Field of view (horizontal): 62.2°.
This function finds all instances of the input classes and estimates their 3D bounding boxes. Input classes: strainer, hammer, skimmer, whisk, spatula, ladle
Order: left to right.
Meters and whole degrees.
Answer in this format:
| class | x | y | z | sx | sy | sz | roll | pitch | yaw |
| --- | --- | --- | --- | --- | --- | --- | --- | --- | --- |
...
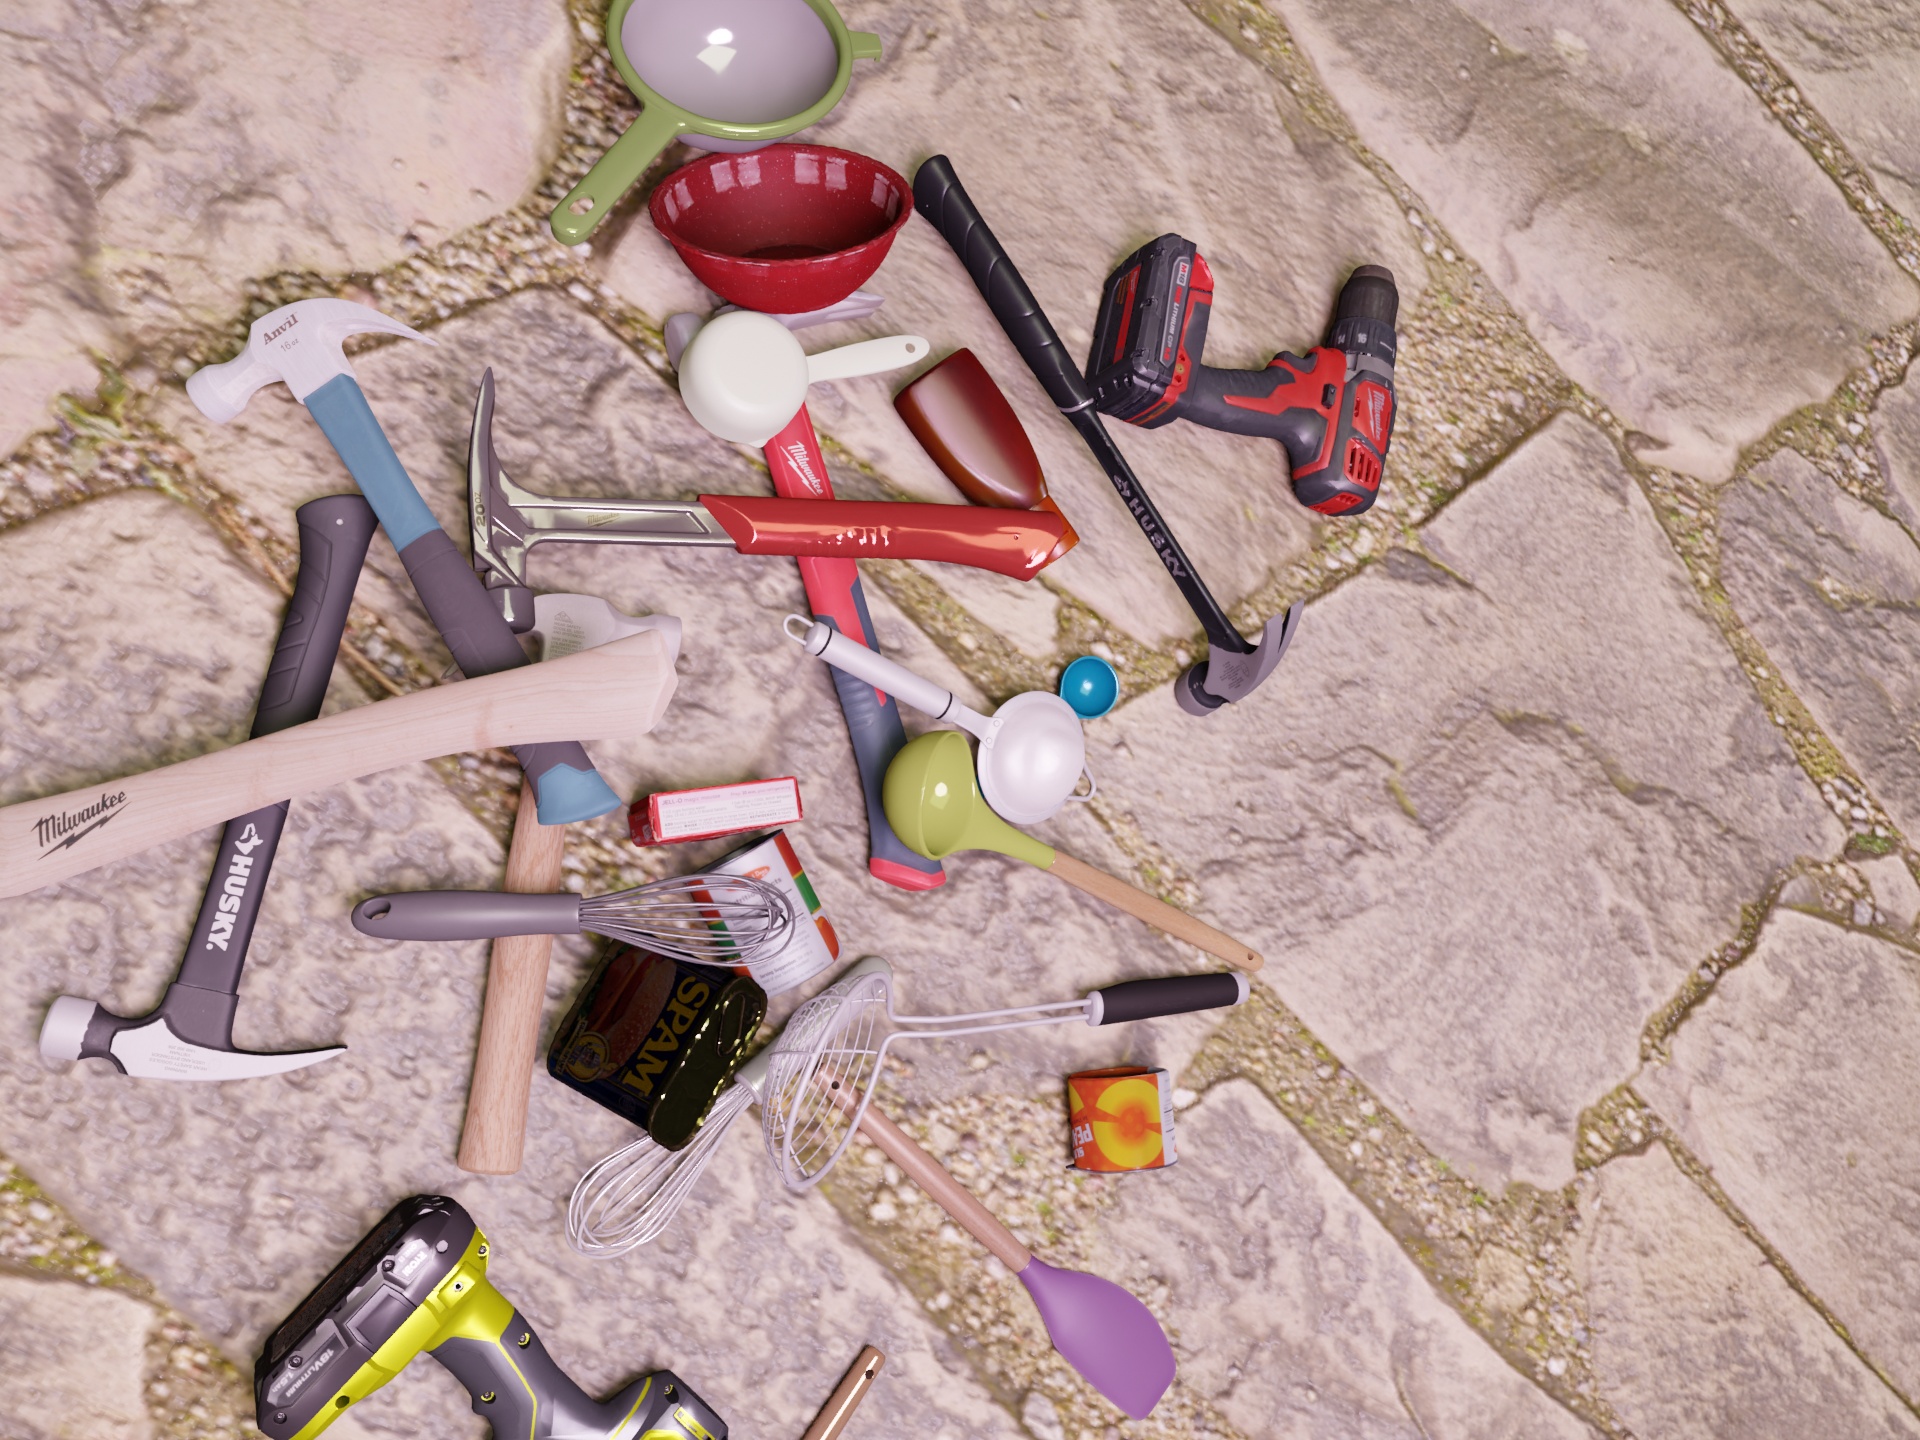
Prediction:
| class | x | y | z | sx | sy | sz | roll | pitch | yaw |
| --- | --- | --- | --- | --- | --- | --- | --- | --- | --- |
| hammer | -0.350 | 0.015 | 0.812 | 0.410 | 0.038 | 0.146 | -16 | 83 | -2 |
| hammer | -0.375 | 0.032 | 0.875 | 0.146 | 0.035 | 0.335 | 16 | 77 | -17 |
| hammer | -0.286 | -0.084 | 0.860 | 0.128 | 0.033 | 0.331 | -33 | 85 | 6 |
| hammer | -0.247 | 0.089 | 0.911 | 0.130 | 0.031 | 0.331 | 10 | 81 | -21 |
| whisk | -0.210 | 0.109 | 0.872 | 0.239 | 0.055 | 0.055 | 1 | 82 | -6 |
| strainer | -0.171 | -0.364 | 0.978 | 0.151 | 0.069 | 0.256 | 31 | 65 | 2 |
| whisk | -0.130 | 0.222 | 0.936 | 0.246 | 0.059 | 0.057 | -40 | 136 | -25 |
| hammer | -0.109 | -0.126 | 0.955 | 0.359 | 0.037 | 0.149 | -1 | 82 | -21 |
| hammer | -0.065 | -0.083 | 1.008 | 0.143 | 0.038 | 0.386 | -16 | 88 | -24 |
| strainer | -0.002 | -0.003 | 0.987 | 0.258 | 0.050 | 0.087 | 28 | 80 | -27 |
| spatula | 0.023 | 0.320 | 0.993 | 0.315 | 0.018 | 0.060 | 45 | 69 | -11 |
| skimmer | 0.044 | 0.198 | 0.962 | 0.363 | 0.090 | 0.127 | -2 | 114 | -29 |
| hammer | 0.086 | -0.194 | 1.043 | 0.036 | 0.149 | 0.409 | -31 | 87 | -22 |
| ladle | 0.083 | 0.097 | 1.006 | 0.320 | 0.062 | 0.078 | 28 | 67 | -26 |

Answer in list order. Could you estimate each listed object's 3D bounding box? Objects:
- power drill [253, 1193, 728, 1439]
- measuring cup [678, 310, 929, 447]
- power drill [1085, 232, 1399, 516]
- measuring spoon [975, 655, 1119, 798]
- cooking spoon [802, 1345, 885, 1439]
| class | x | y | z | sx | sy | sz | roll | pitch | yaw |
| --- | --- | --- | --- | --- | --- | --- | --- | --- | --- |
| power drill | -0.257 | 0.380 | 0.849 | 0.223 | 0.080 | 0.171 | 48 | 69 | -12 |
| measuring cup | -0.089 | -0.221 | 0.976 | 0.167 | 0.038 | 0.083 | -17 | 89 | -23 |
| power drill | 0.213 | -0.262 | 1.120 | 0.226 | 0.080 | 0.188 | 17 | 77 | -21 |
| measuring spoon | 0.052 | 0.006 | 1.054 | 0.128 | 0.021 | 0.042 | -42 | 103 | -11 |
| cooking spoon | -0.140 | 0.500 | 0.906 | 0.068 | 0.017 | 0.319 | 41 | 71 | -12 |
